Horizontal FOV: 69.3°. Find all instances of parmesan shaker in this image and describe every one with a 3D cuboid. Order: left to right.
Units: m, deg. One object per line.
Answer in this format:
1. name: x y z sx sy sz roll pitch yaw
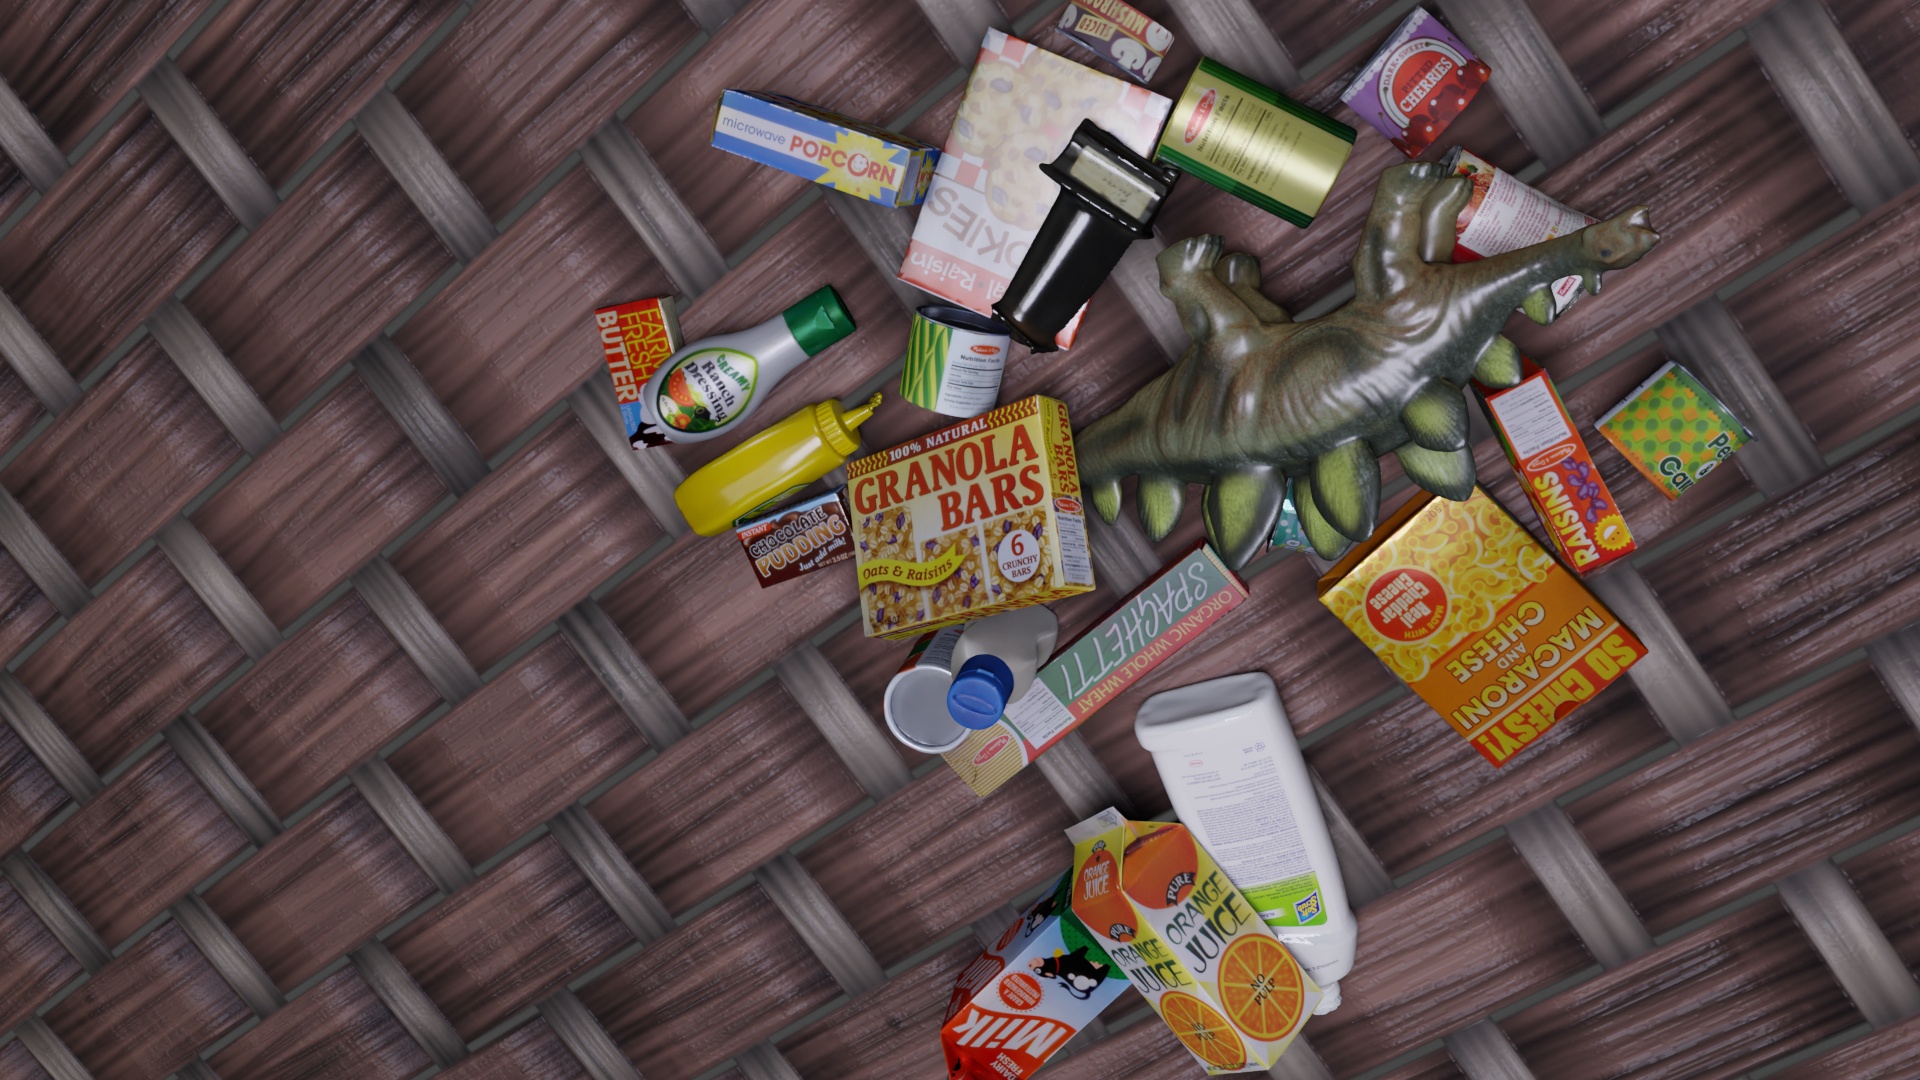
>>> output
1. parmesan shaker: 0.177 -0.237 0.839 0.103 0.071 0.071 27 110 3

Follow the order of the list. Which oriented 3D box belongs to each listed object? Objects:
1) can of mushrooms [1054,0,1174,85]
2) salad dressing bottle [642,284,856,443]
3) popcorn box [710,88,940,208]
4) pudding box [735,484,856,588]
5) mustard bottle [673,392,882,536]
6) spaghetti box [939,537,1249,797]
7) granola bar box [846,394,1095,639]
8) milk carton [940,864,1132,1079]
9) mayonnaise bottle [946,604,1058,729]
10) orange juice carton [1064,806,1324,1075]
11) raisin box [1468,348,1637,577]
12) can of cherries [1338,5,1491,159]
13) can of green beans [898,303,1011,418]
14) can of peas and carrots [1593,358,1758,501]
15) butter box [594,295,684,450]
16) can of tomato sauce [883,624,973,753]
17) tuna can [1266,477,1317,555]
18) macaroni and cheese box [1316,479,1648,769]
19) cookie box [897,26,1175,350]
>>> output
1. can of mushrooms: 0.092 -0.305 0.835 0.071 0.071 0.033 32 109 1
2. salad dressing bottle: -0.142 -0.121 0.941 0.147 0.044 0.064 -31 103 6
3. popcorn box: -0.084 -0.250 0.881 0.127 0.085 0.038 20 109 6
4. pudding box: -0.111 -0.003 0.989 0.083 0.030 0.049 -19 101 16
5. mustard bottle: -0.120 -0.057 0.958 0.160 0.065 0.049 -29 92 15
6. spaghetti box: 0.091 0.091 0.973 0.249 0.029 0.050 -40 95 20
7. granola bar box: 0.003 -0.011 0.905 0.165 0.039 0.124 -17 75 37
8. milk carton: 0.051 0.333 1.029 0.073 0.072 0.190 41 110 -2
9. mayonnaise bottle: 0.024 0.078 0.920 0.065 0.149 0.041 19 111 6
10. orange juice carton: 0.148 0.264 0.948 0.192 0.073 0.071 50 146 2
11. raisin box: 0.357 -0.049 0.844 0.040 0.086 0.123 -29 98 17
12. can of cherries: 0.265 -0.266 0.808 0.058 0.072 0.071 40 110 -2
13. can of green beans: -0.003 -0.118 0.913 0.071 0.071 0.057 16 110 7
14. can of peas and carrots: 0.428 -0.064 0.833 0.071 0.071 0.058 44 111 -3
15. butter box: -0.218 -0.119 0.981 0.053 0.024 0.103 -9 104 14
16. can of tomato sauce: -0.013 0.104 0.970 0.071 0.083 0.071 3 106 11
17. tuna can: 0.220 -0.023 0.891 0.033 0.071 0.070 14 109 8
18. macaroni and cheese box: 0.336 0.050 0.902 0.166 0.040 0.123 43 111 -2
19. cookie box: 0.046 -0.222 0.886 0.123 0.040 0.166 24 108 4
